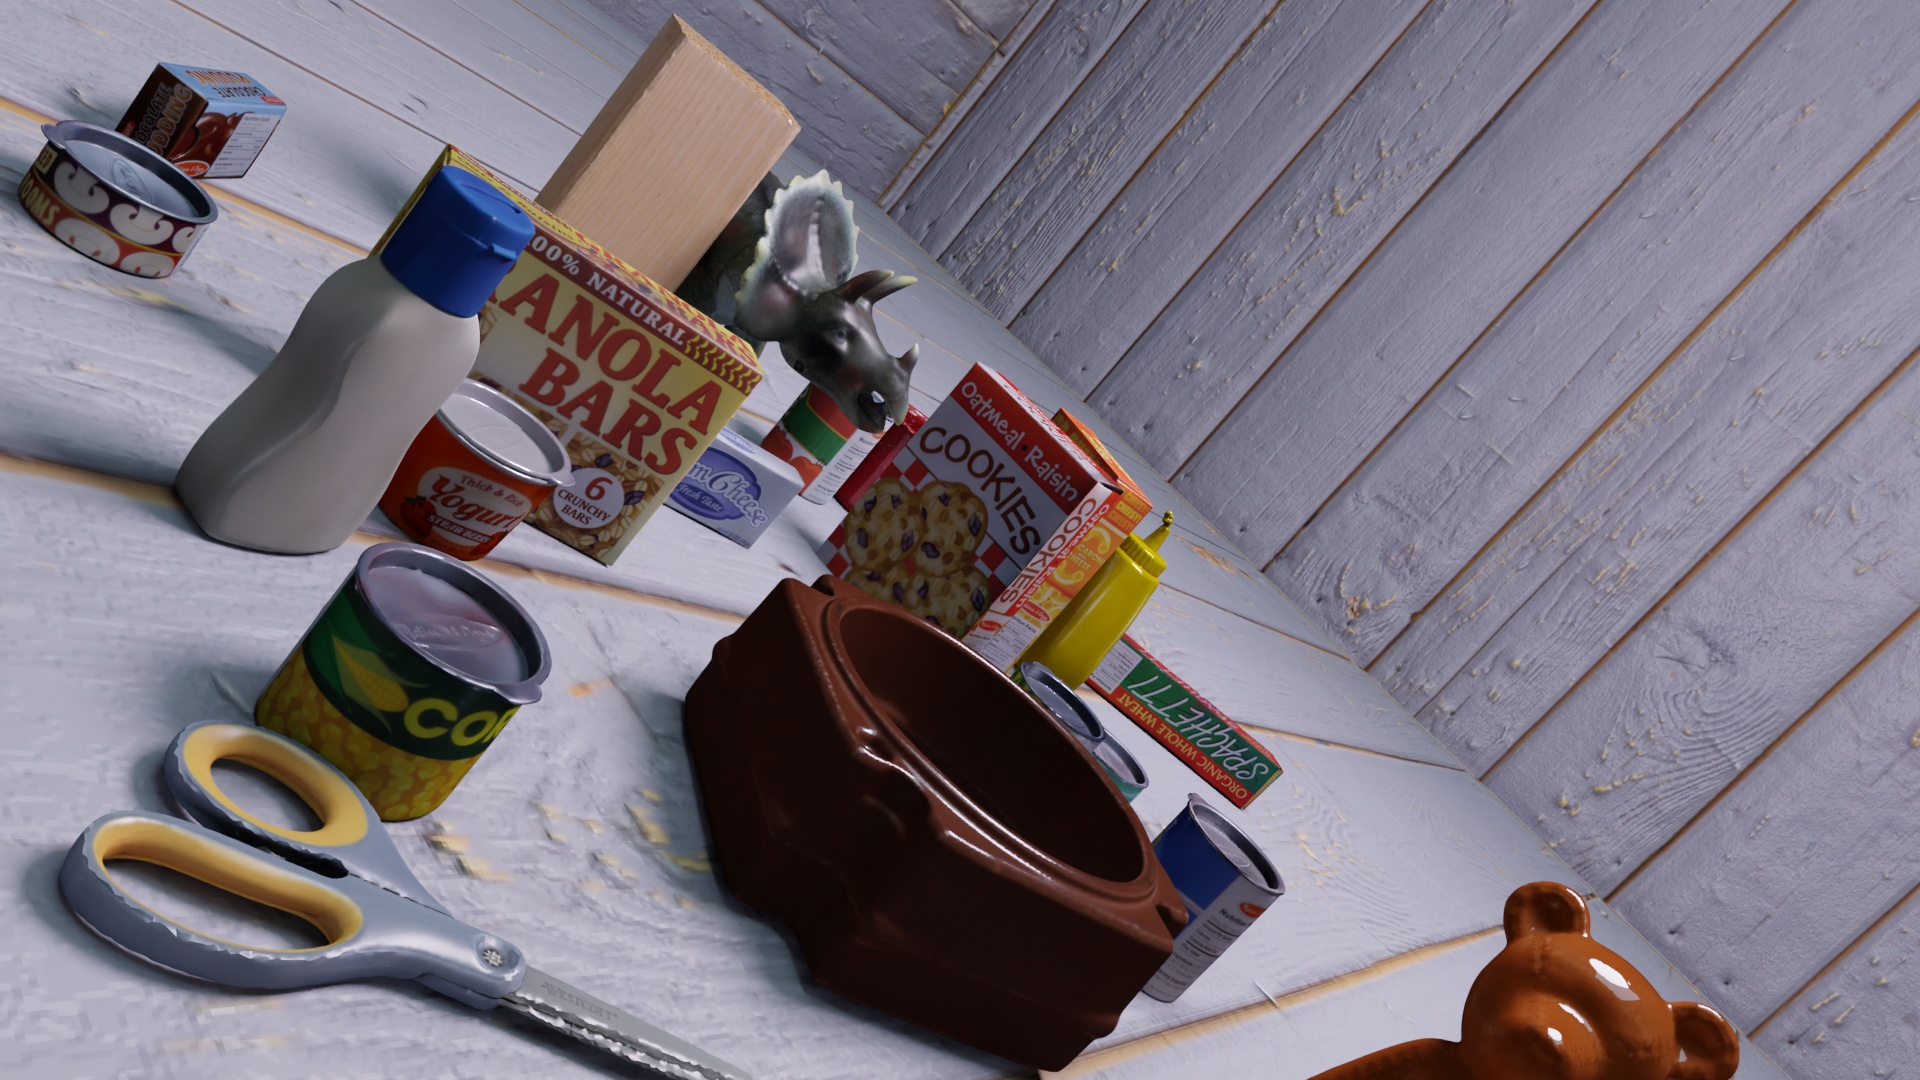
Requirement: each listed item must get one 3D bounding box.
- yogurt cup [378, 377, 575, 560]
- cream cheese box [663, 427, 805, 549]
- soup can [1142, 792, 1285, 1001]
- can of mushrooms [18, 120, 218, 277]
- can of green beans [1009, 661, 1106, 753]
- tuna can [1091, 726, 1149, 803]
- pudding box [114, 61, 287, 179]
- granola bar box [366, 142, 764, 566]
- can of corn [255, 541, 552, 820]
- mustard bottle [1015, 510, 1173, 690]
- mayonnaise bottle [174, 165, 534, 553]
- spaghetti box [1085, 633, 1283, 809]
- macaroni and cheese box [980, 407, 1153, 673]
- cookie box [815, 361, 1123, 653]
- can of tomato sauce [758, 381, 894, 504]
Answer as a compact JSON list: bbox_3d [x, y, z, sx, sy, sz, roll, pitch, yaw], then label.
[{"bbox_3d":[-0.207,-0.029,0.584,0.072,0.054,0.072,39,12,-10],"label":"yogurt cup"},{"bbox_3d":[-0.146,-0.040,0.801,0.103,0.053,0.024,31,15,-37],"label":"cream cheese box"},{"bbox_3d":[0.116,0.187,0.731,0.071,0.083,0.071,39,12,-10],"label":"soup can"},{"bbox_3d":[-0.356,-0.144,0.585,0.071,0.033,0.071,39,13,-10],"label":"can of mushrooms"},{"bbox_3d":[0.042,0.115,0.820,0.071,0.057,0.071,39,12,-10],"label":"can of green beans"},{"bbox_3d":[0.085,0.145,0.899,0.071,0.032,0.071,39,13,-10],"label":"tuna can"},{"bbox_3d":[-0.381,-0.210,0.699,0.030,0.049,0.084,39,12,-9],"label":"pudding box"},{"bbox_3d":[-0.194,-0.079,0.632,0.165,0.124,0.039,33,14,-31],"label":"granola bar box"},{"bbox_3d":[-0.170,0.045,0.430,0.071,0.058,0.071,39,12,-10],"label":"can of corn"},{"bbox_3d":[0.105,0.042,1.016,0.049,0.160,0.065,36,13,-23],"label":"mustard bottle"},{"bbox_3d":[-0.205,-0.061,0.482,0.041,0.148,0.065,46,13,21],"label":"mayonnaise bottle"},{"bbox_3d":[0.154,0.125,1.133,0.250,0.050,0.029,39,12,-7],"label":"spaghetti box"},{"bbox_3d":[0.048,0.002,0.972,0.040,0.166,0.124,34,14,-29],"label":"macaroni and cheese box"},{"bbox_3d":[0.003,-0.011,0.881,0.123,0.167,0.040,47,14,28],"label":"cookie box"},{"bbox_3d":[-0.099,-0.079,1.008,0.071,0.083,0.071,39,12,-10],"label":"can of tomato sauce"}]
